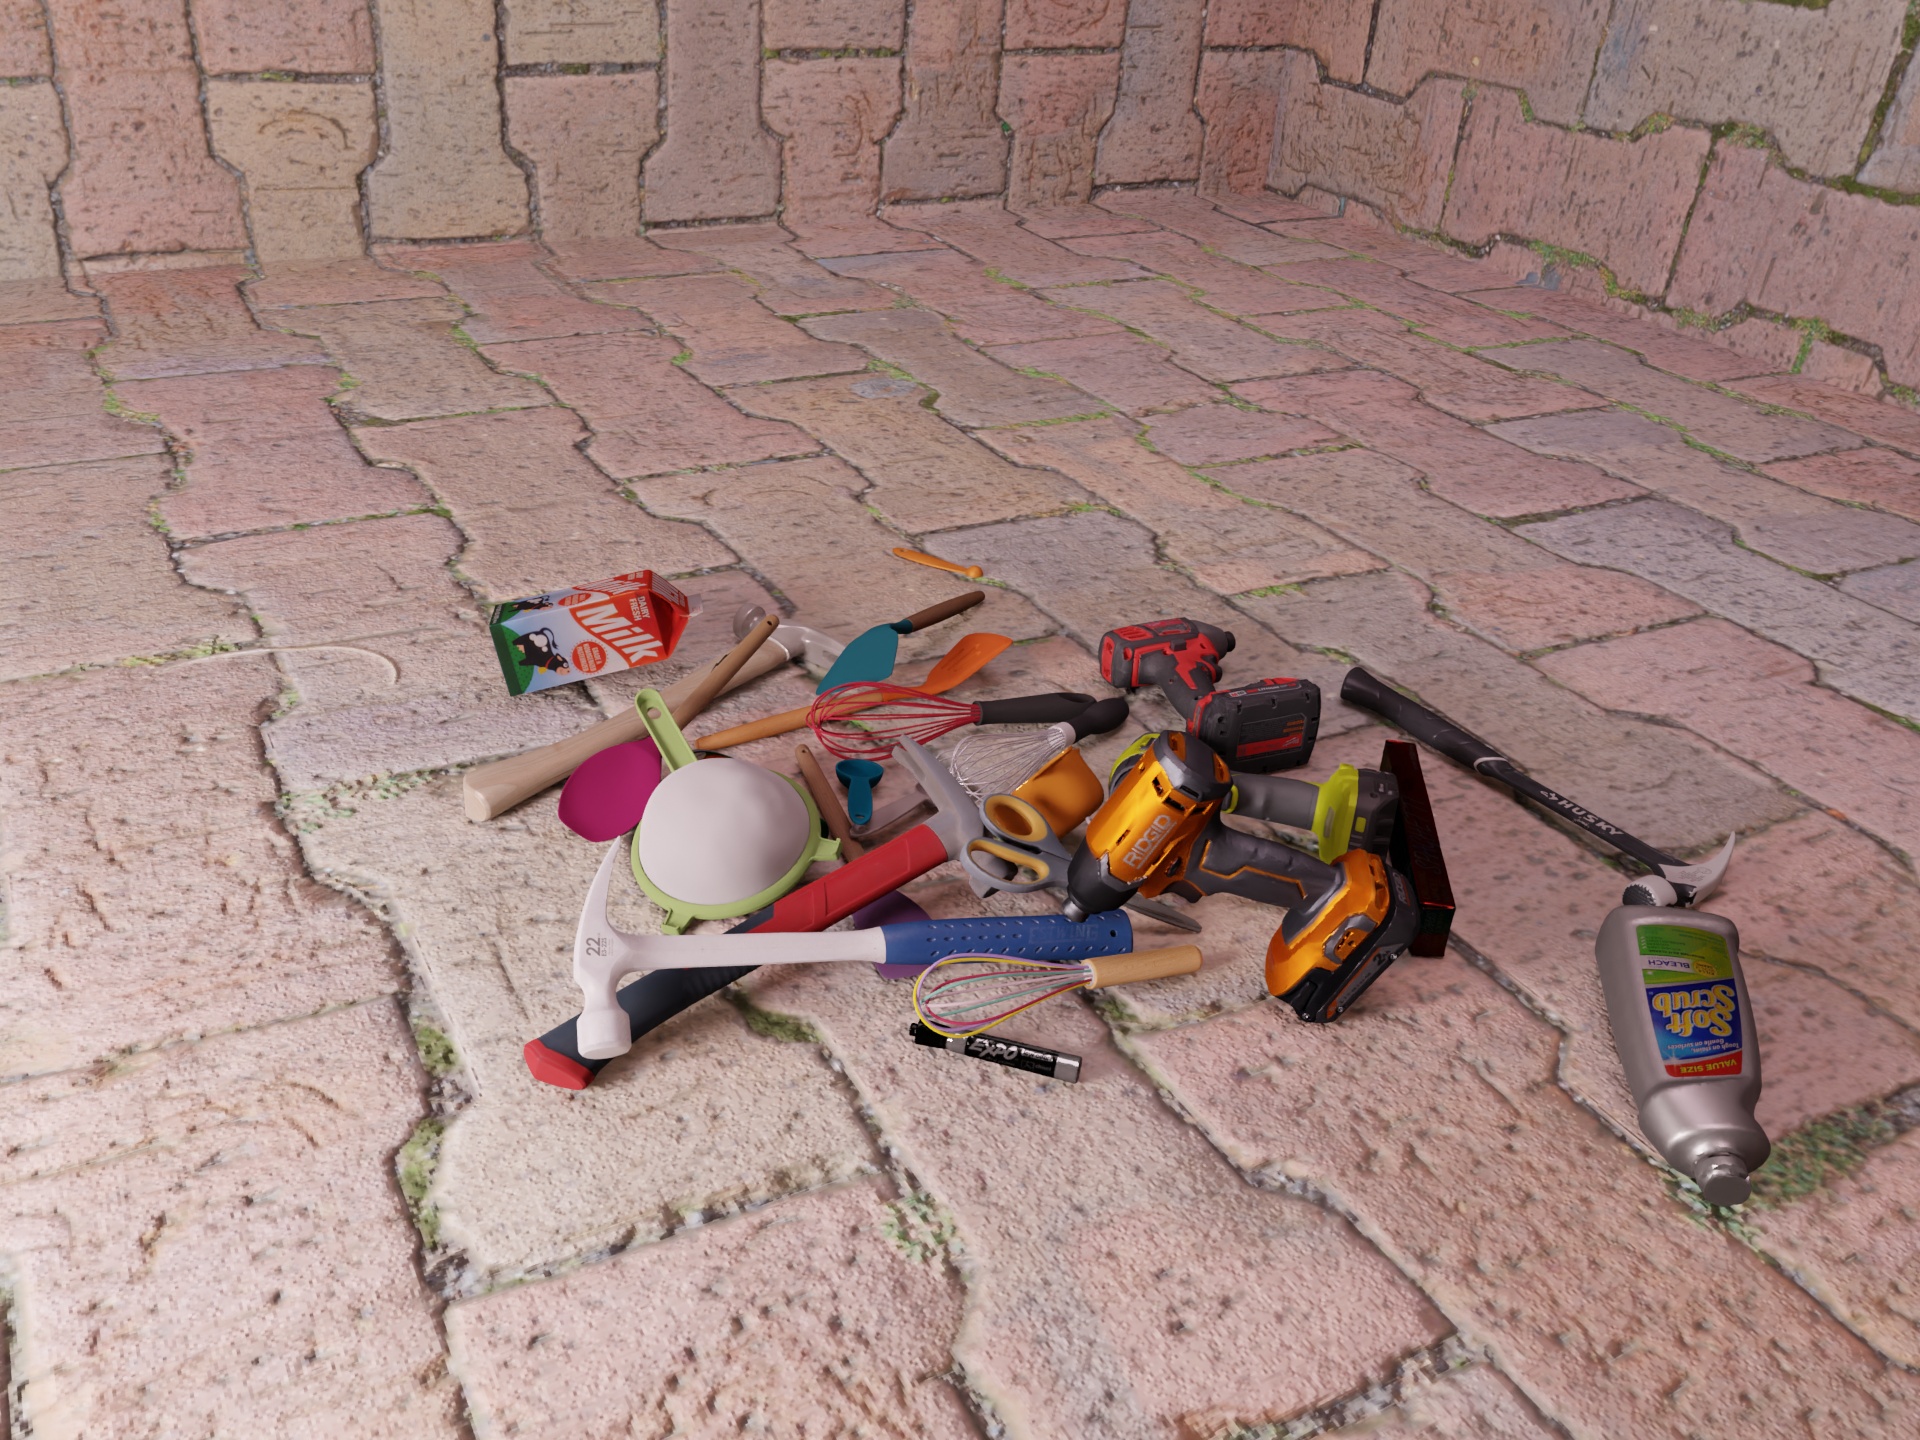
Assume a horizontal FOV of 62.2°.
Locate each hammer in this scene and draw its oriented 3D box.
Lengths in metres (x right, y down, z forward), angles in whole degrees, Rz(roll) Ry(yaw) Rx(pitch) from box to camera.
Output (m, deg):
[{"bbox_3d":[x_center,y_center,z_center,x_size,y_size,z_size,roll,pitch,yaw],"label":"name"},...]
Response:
[{"bbox_3d":[0.500,0.047,1.439,0.149,0.036,0.409,-15,35,-30],"label":"hammer"},{"bbox_3d":[-0.066,0.152,1.118,0.405,0.035,0.144,1,65,-22],"label":"hammer"},{"bbox_3d":[-0.270,-0.004,1.439,0.146,0.038,0.410,24,36,28],"label":"hammer"},{"bbox_3d":[-0.142,0.139,1.144,0.386,0.038,0.143,-27,70,-32],"label":"hammer"}]

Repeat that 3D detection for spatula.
[{"bbox_3d":[-0.085,0.106,1.287,0.059,0.018,0.316,-9,34,-19],"label":"spatula"},{"bbox_3d":[-0.041,-0.087,1.581,0.082,0.044,0.317,-13,8,28],"label":"spatula"},{"bbox_3d":[-0.099,-0.026,1.489,0.322,0.041,0.081,-16,16,-28],"label":"spatula"}]

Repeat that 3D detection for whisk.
[{"bbox_3d":[0.070,0.023,1.406,0.070,0.070,0.284,24,27,30],"label":"whisk"},{"bbox_3d":[0.073,0.187,1.129,0.245,0.051,0.047,-3,41,-31],"label":"whisk"},{"bbox_3d":[-0.002,-0.005,1.453,0.295,0.073,0.073,-4,30,-27],"label":"whisk"}]

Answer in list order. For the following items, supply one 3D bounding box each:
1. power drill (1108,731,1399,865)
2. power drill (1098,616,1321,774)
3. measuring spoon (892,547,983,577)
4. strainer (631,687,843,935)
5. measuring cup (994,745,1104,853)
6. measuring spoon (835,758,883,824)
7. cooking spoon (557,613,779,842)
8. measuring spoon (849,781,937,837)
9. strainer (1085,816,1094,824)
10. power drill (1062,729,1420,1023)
[{"bbox_3d":[0.232,0.067,1.291,0.228,0.080,0.190,11,11,12],"label":"power drill"},{"bbox_3d":[0.240,-0.034,1.513,0.143,0.078,0.220,-9,30,-22],"label":"power drill"},{"bbox_3d":[-0.026,-0.181,1.793,0.117,0.011,0.021,19,33,24],"label":"measuring spoon"},{"bbox_3d":[-0.212,0.042,1.263,0.151,0.069,0.257,-25,50,-15],"label":"strainer"},{"bbox_3d":[0.080,0.059,1.259,0.095,0.173,0.052,-35,83,-14],"label":"measuring cup"},{"bbox_3d":[-0.086,0.066,1.338,0.042,0.021,0.129,5,22,-6],"label":"measuring spoon"},{"bbox_3d":[-0.244,-0.002,1.396,0.069,0.017,0.319,35,47,1],"label":"cooking spoon"},{"bbox_3d":[-0.050,0.079,1.330,0.034,0.018,0.124,23,31,32],"label":"measuring spoon"},{"bbox_3d":[0.221,0.128,1.263,0.258,0.050,0.087,13,19,4],"label":"strainer"},{"bbox_3d":[0.191,0.123,1.137,0.226,0.164,0.084,30,28,-11],"label":"power drill"}]
